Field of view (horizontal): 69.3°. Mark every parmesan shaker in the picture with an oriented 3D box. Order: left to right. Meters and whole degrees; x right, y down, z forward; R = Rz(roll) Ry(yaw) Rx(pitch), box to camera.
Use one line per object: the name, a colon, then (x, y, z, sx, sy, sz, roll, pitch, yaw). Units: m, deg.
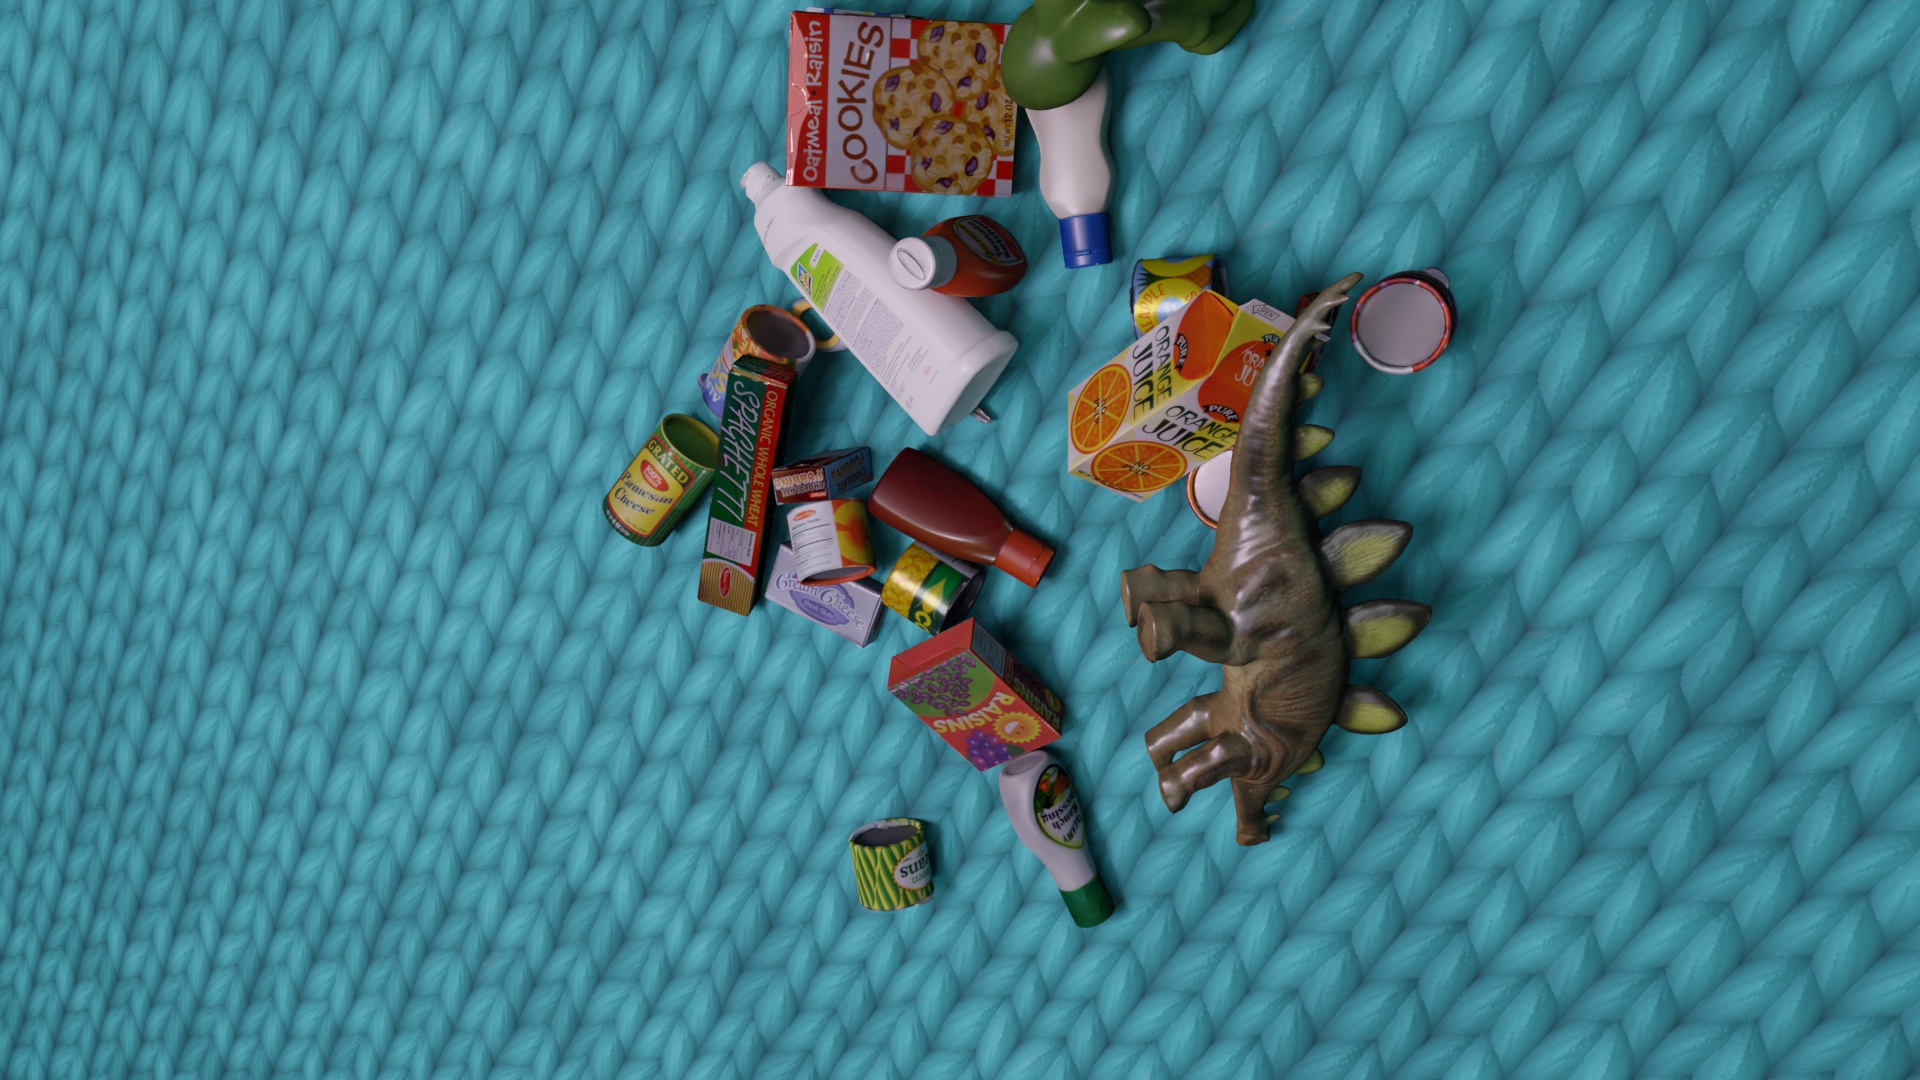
parmesan shaker: (-0.254, -0.049, 1.201, 0.071, 0.071, 0.102, 46, 116, 7)

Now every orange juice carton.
orange juice carton: (0.160, -0.105, 0.960, 0.192, 0.072, 0.073, -35, 44, 47)

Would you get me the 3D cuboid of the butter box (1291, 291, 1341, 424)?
butter box: (0.235, -0.122, 0.982, 0.024, 0.053, 0.103, 26, 111, 18)

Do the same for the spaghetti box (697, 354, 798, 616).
spaghetti box: (-0.177, -0.040, 1.146, 0.050, 0.029, 0.248, 19, 128, 3)

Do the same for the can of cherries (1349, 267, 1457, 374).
can of cherries: (0.302, -0.151, 0.943, 0.071, 0.058, 0.071, 6, 105, 22)

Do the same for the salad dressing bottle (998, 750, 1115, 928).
salad dressing bottle: (0.081, 0.245, 1.135, 0.044, 0.064, 0.147, -14, 106, 44)

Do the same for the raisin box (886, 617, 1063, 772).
raisin box: (0.013, 0.125, 1.113, 0.086, 0.040, 0.123, -29, 122, 27)

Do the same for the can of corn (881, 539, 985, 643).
can of corn: (-0.024, 0.041, 1.123, 0.058, 0.071, 0.071, 32, 113, 14)

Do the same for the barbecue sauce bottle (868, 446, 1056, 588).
barbecue sauce bottle: (0.004, -0.014, 1.105, 0.148, 0.065, 0.043, 30, 154, 8)

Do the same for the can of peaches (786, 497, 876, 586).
can of peaches: (-0.104, 0.002, 1.138, 0.071, 0.071, 0.058, -18, 75, 26)

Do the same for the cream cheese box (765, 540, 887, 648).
cream cheese box: (-0.114, 0.045, 1.187, 0.104, 0.024, 0.053, 26, 110, 16)

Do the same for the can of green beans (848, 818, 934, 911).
can of green beans: (-0.059, 0.278, 1.197, 0.071, 0.071, 0.057, -5, 101, 24)

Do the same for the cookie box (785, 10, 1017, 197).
cookie box: (-0.042, -0.319, 1.021, 0.167, 0.040, 0.122, 2, 106, -5)

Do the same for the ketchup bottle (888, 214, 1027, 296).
ketchup bottle: (-0.004, -0.205, 1.011, 0.065, 0.149, 0.043, 48, 117, 6)

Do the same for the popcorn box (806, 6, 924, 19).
popcorn box: (-0.079, -0.342, 1.071, 0.085, 0.038, 0.126, 13, 107, 20)

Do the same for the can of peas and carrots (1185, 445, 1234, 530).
can of peas and carrots: (0.201, -0.041, 1.013, 0.071, 0.059, 0.070, 6, 104, 22)

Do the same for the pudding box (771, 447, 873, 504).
pudding box: (-0.112, -0.053, 1.129, 0.049, 0.084, 0.030, -4, 102, 24)

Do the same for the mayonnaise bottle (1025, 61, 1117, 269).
mayonnaise bottle: (0.085, -0.275, 1.016, 0.065, 0.041, 0.147, -5, 102, 17)

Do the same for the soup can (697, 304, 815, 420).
soup can: (-0.167, -0.142, 1.130, 0.071, 0.072, 0.083, 44, 128, 8)

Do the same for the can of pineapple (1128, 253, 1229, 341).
can of pineapple: (0.158, -0.170, 0.994, 0.058, 0.071, 0.071, 0, 103, 23)
